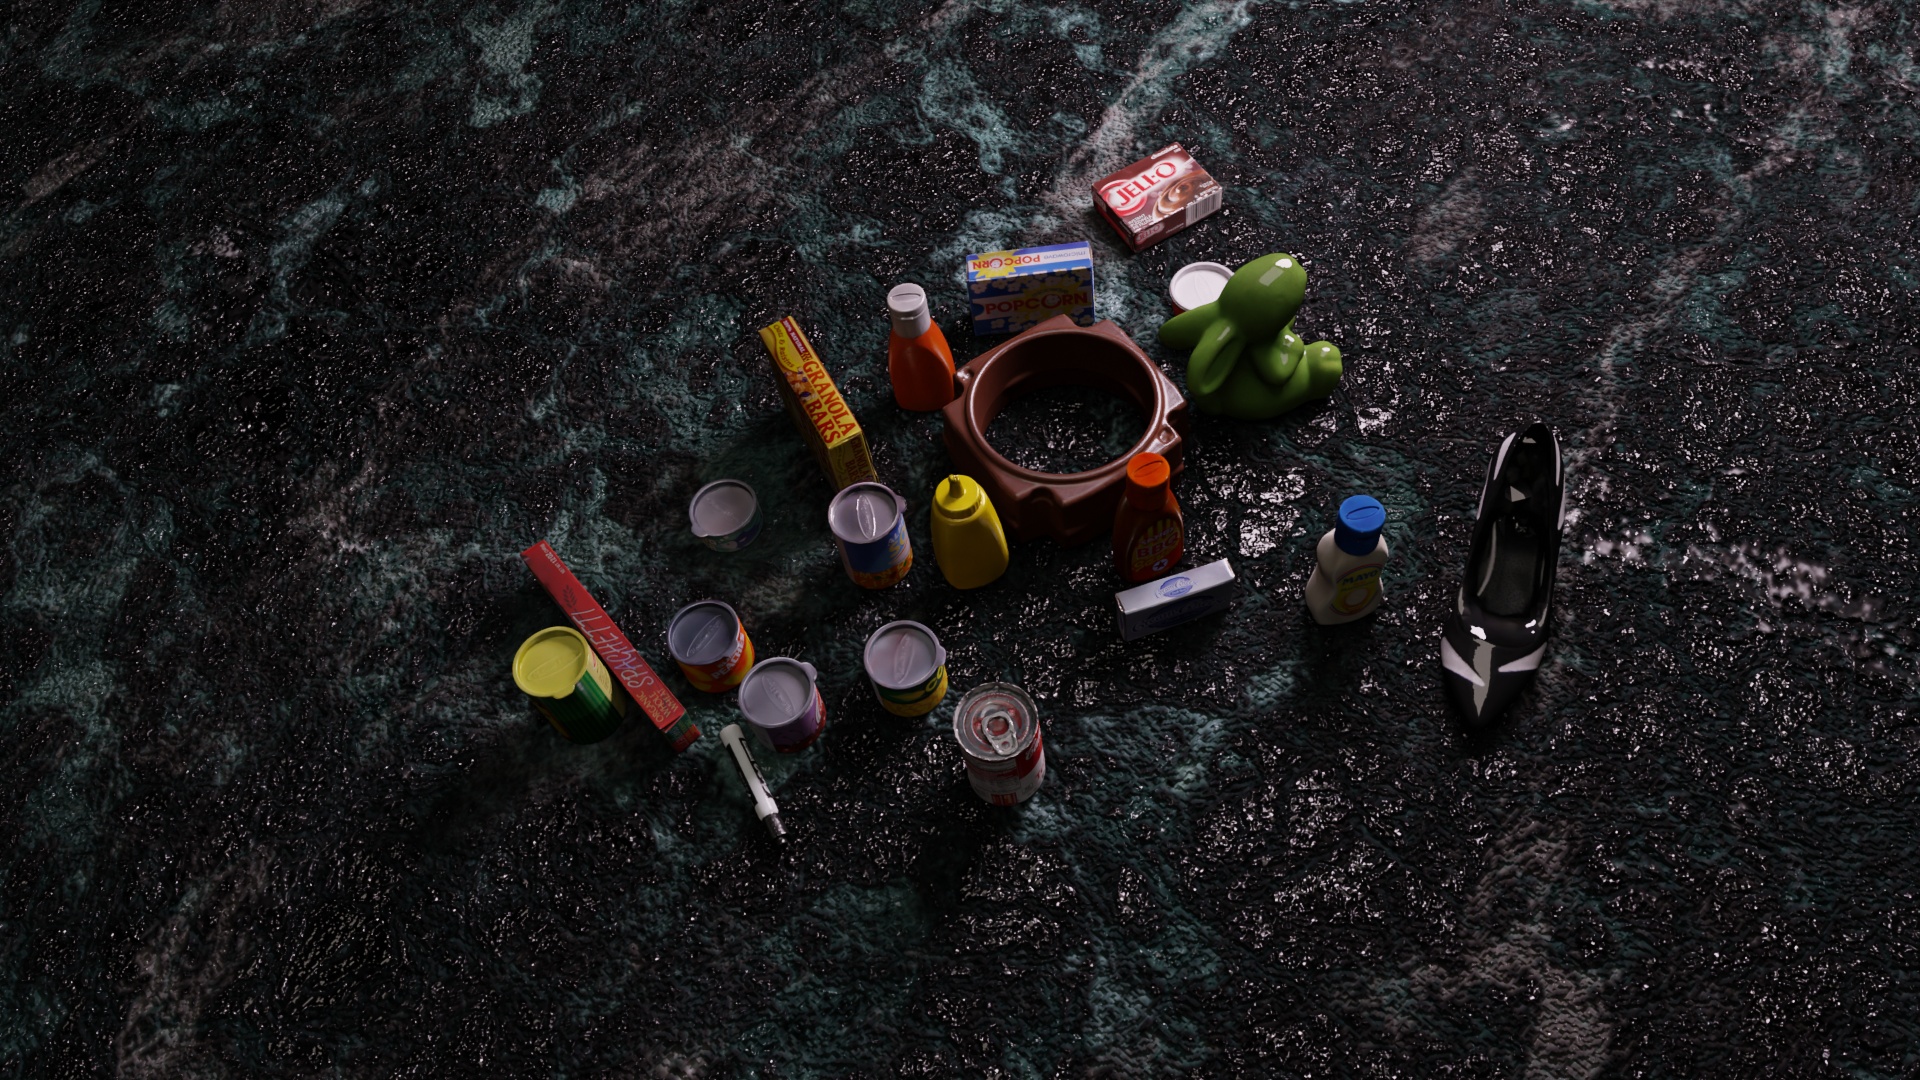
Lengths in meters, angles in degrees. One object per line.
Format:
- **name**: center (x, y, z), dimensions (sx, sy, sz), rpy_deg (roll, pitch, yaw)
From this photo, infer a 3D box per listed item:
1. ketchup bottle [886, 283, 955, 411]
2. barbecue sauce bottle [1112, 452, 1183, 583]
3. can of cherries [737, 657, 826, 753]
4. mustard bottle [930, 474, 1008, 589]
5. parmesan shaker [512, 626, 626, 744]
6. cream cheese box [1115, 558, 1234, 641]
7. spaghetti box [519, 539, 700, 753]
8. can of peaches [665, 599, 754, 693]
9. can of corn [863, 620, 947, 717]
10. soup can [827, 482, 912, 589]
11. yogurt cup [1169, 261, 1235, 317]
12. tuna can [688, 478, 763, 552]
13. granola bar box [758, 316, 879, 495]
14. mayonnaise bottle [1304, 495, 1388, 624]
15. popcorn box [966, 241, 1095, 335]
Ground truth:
- **ketchup bottle**: center (-0.042, -0.185, 1.345), dimensions (0.065, 0.148, 0.044), rpy_deg (-4, 57, 5)
- **barbecue sauce bottle**: center (0.163, -0.021, 1.212), dimensions (0.065, 0.147, 0.044), rpy_deg (-26, 58, -9)
- **can of cherries**: center (-0.151, 0.142, 1.203), dimensions (0.071, 0.058, 0.072), rpy_deg (-3, 57, 6)
- **mustard bottle**: center (0.004, -0.015, 1.223), dimensions (0.065, 0.159, 0.049), rpy_deg (-19, 57, -4)
- **parmesan shaker**: center (-0.338, 0.130, 1.209), dimensions (0.071, 0.102, 0.071), rpy_deg (-4, 57, 6)
- **cream cheese box**: center (0.188, 0.053, 1.218), dimensions (0.104, 0.053, 0.024), rpy_deg (-18, 57, -4)
- **spaghetti box**: center (-0.320, 0.094, 1.262), dimensions (0.029, 0.050, 0.251), rpy_deg (-38, 61, -16)
- **can of peaches**: center (-0.221, 0.096, 1.242), dimensions (0.071, 0.057, 0.071), rpy_deg (-3, 57, 6)
- **can of corn**: center (-0.044, 0.113, 1.208), dimensions (0.071, 0.058, 0.071), rpy_deg (-3, 57, 6)
- **soup can**: center (-0.079, -0.004, 1.272), dimensions (0.071, 0.083, 0.072), rpy_deg (-3, 57, 6)
- **yogurt cup**: center (0.245, -0.238, 1.398), dimensions (0.072, 0.053, 0.073), rpy_deg (-3, 57, 5)
- **tuna can**: center (-0.226, -0.022, 1.334), dimensions (0.071, 0.032, 0.071), rpy_deg (-3, 57, 5)
- **granola bar box**: center (-0.132, -0.116, 1.328), dimensions (0.039, 0.123, 0.166), rpy_deg (-27, 58, -9)
- **mayonnaise bottle**: center (0.328, 0.017, 1.166), dimensions (0.065, 0.147, 0.041), rpy_deg (-16, 57, -2)
- **popcorn box**: center (0.072, -0.255, 1.413), dimensions (0.127, 0.084, 0.038), rpy_deg (-6, 57, 4)
